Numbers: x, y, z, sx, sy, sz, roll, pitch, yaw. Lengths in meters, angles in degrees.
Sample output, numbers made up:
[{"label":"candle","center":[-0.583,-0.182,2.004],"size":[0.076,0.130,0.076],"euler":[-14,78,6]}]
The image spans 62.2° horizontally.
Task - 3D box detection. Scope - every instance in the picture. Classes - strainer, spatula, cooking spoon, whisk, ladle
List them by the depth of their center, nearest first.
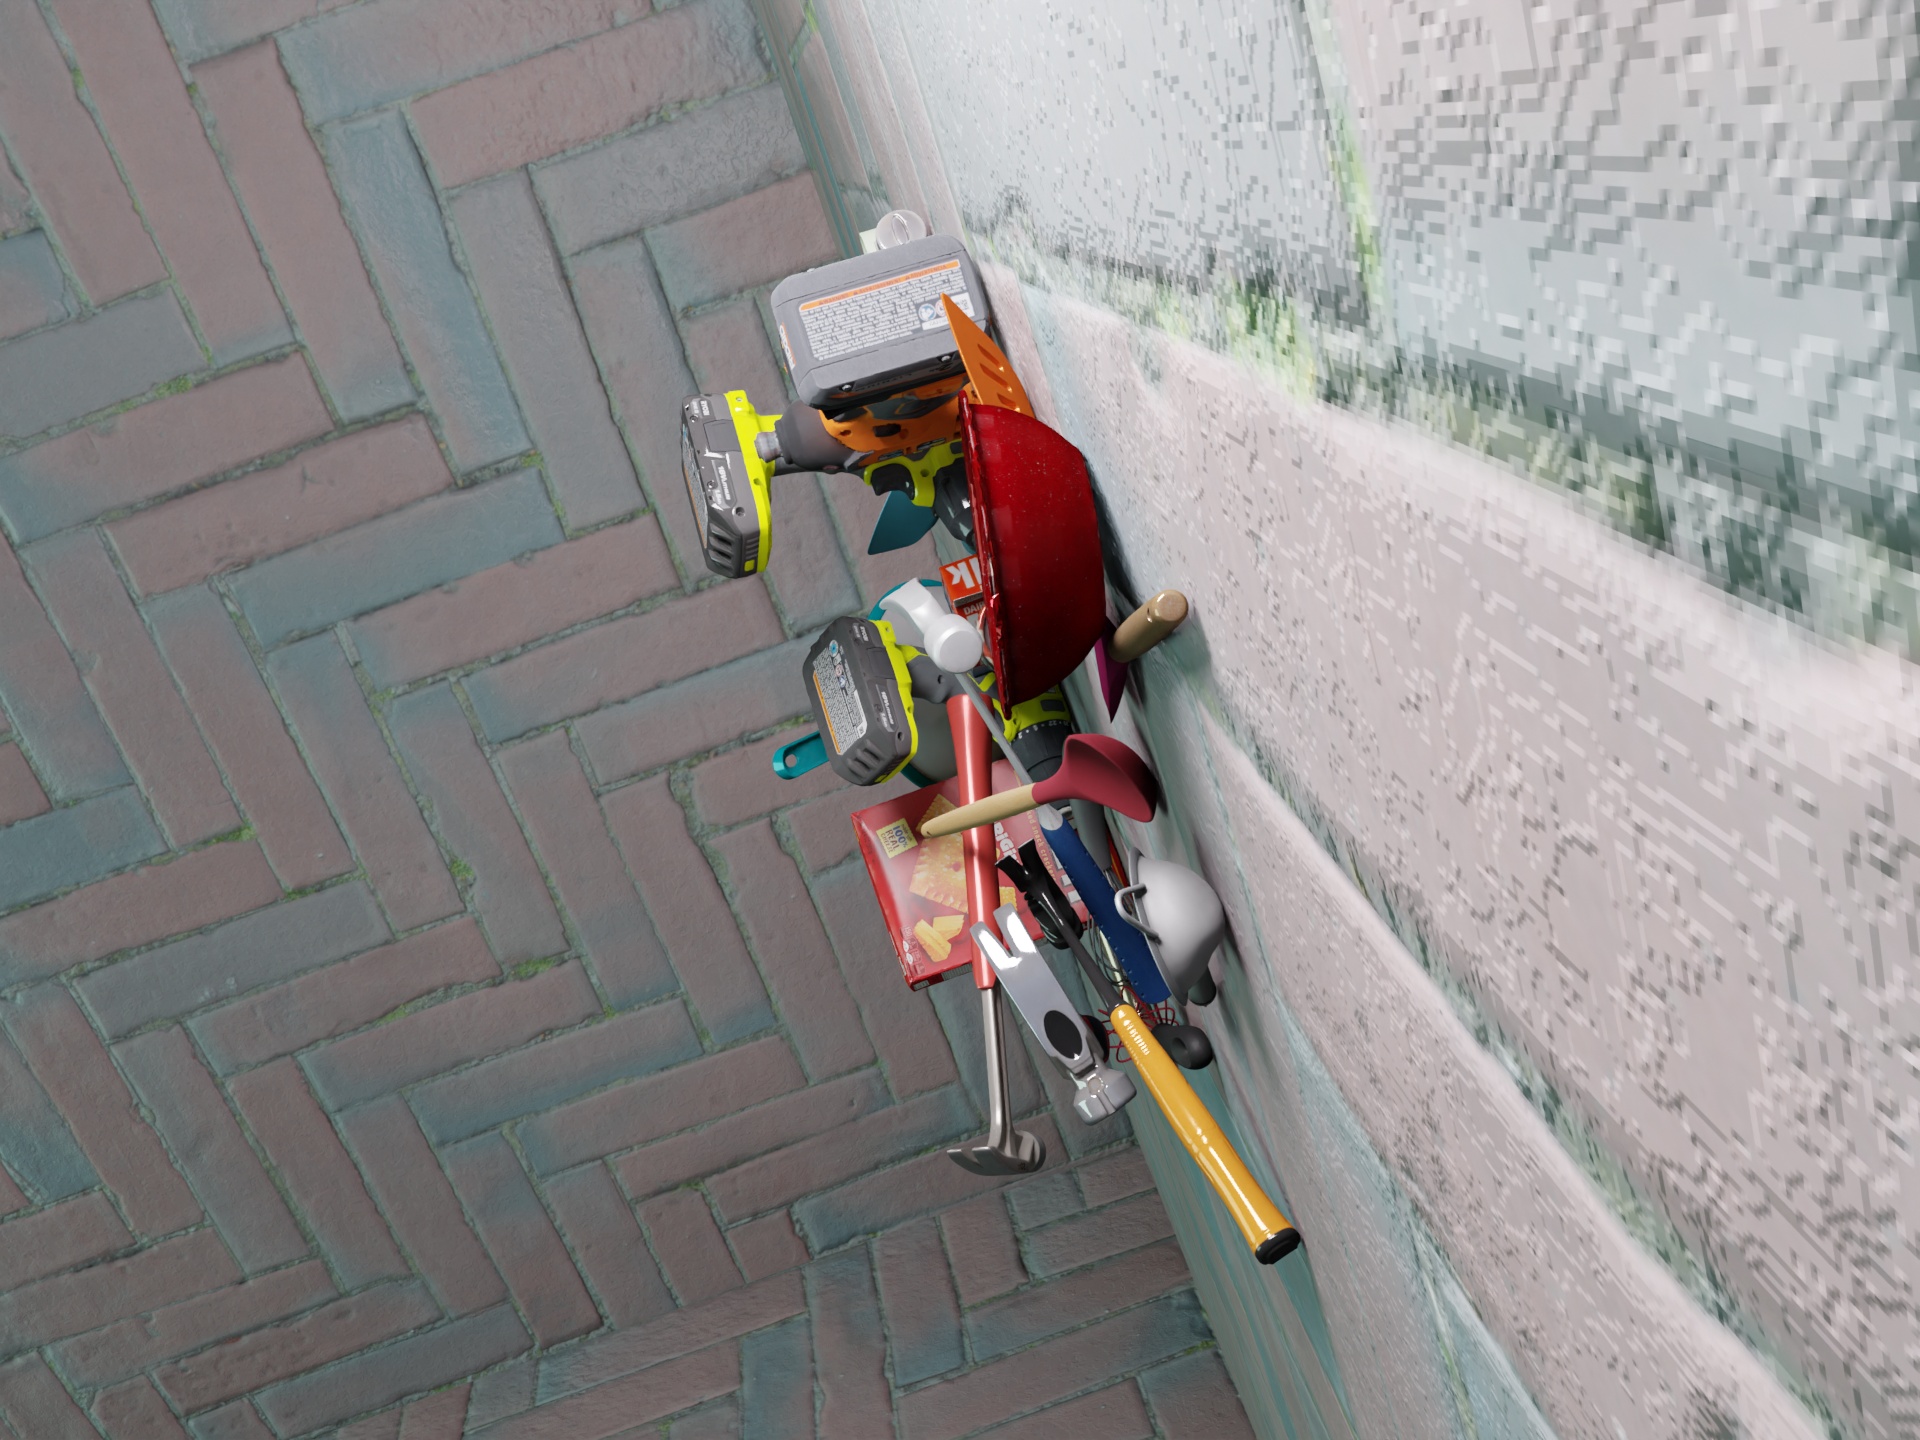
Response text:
[{"label":"cooking spoon","center":[0.081,-0.037,0.764],"size":[0.319,0.017,0.069],"euler":[80,-179,-88]},{"label":"strainer","center":[0.128,0.128,0.891],"size":[0.258,0.050,0.087],"euler":[58,-163,-65]},{"label":"spatula","center":[0.021,-0.152,0.962],"size":[0.322,0.041,0.081],"euler":[88,162,-76]},{"label":"ladle","center":[0.041,0.054,1.050],"size":[0.069,0.031,0.315],"euler":[50,154,-8]},{"label":"whisk","center":[0.161,0.256,1.293],"size":[0.296,0.073,0.073],"euler":[126,125,-82]},{"label":"whisk","center":[0.118,0.118,1.322],"size":[0.055,0.055,0.238],"euler":[-111,6,-67]},{"label":"strainer","center":[-0.027,-0.020,1.432],"size":[0.340,0.095,0.211],"euler":[-27,-81,-49]},{"label":"spatula","center":[-0.030,-0.216,1.491],"size":[0.318,0.044,0.082],"euler":[-71,5,-71]}]

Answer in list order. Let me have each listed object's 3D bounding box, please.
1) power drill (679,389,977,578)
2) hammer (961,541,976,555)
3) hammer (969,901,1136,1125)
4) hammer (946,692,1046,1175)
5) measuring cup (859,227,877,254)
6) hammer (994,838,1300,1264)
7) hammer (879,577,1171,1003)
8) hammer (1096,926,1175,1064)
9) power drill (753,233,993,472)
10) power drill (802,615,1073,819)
[{"label":"power drill","center":[-0.080,-0.178,1.150],"size":[0.080,0.223,0.171],"euler":[106,150,-57]},{"label":"hammer","center":[0.014,-0.185,1.398],"size":[0.331,0.033,0.128],"euler":[96,154,-89]},{"label":"hammer","center":[0.075,0.214,1.157],"size":[0.143,0.038,0.386],"euler":[57,179,13]},{"label":"hammer","center":[0.016,0.149,1.172],"size":[0.149,0.037,0.359],"euler":[45,-142,-64]},{"label":"measuring cup","center":[-0.040,-0.337,1.332],"size":[0.083,0.038,0.168],"euler":[75,174,-81]},{"label":"hammer","center":[0.127,0.226,1.104],"size":[0.337,0.034,0.127],"euler":[55,178,41]},{"label":"hammer","center":[0.060,0.061,1.155],"size":[0.405,0.035,0.144],"euler":[58,175,-32]},{"label":"hammer","center":[0.136,0.171,1.635],"size":[0.146,0.038,0.411],"euler":[64,-174,-82]},{"label":"power drill","center":[-0.059,-0.214,1.004],"size":[0.226,0.164,0.084],"euler":[97,156,-85]},{"label":"power drill","center":[-0.002,-0.004,1.321],"size":[0.080,0.228,0.191],"euler":[-43,57,43]}]
